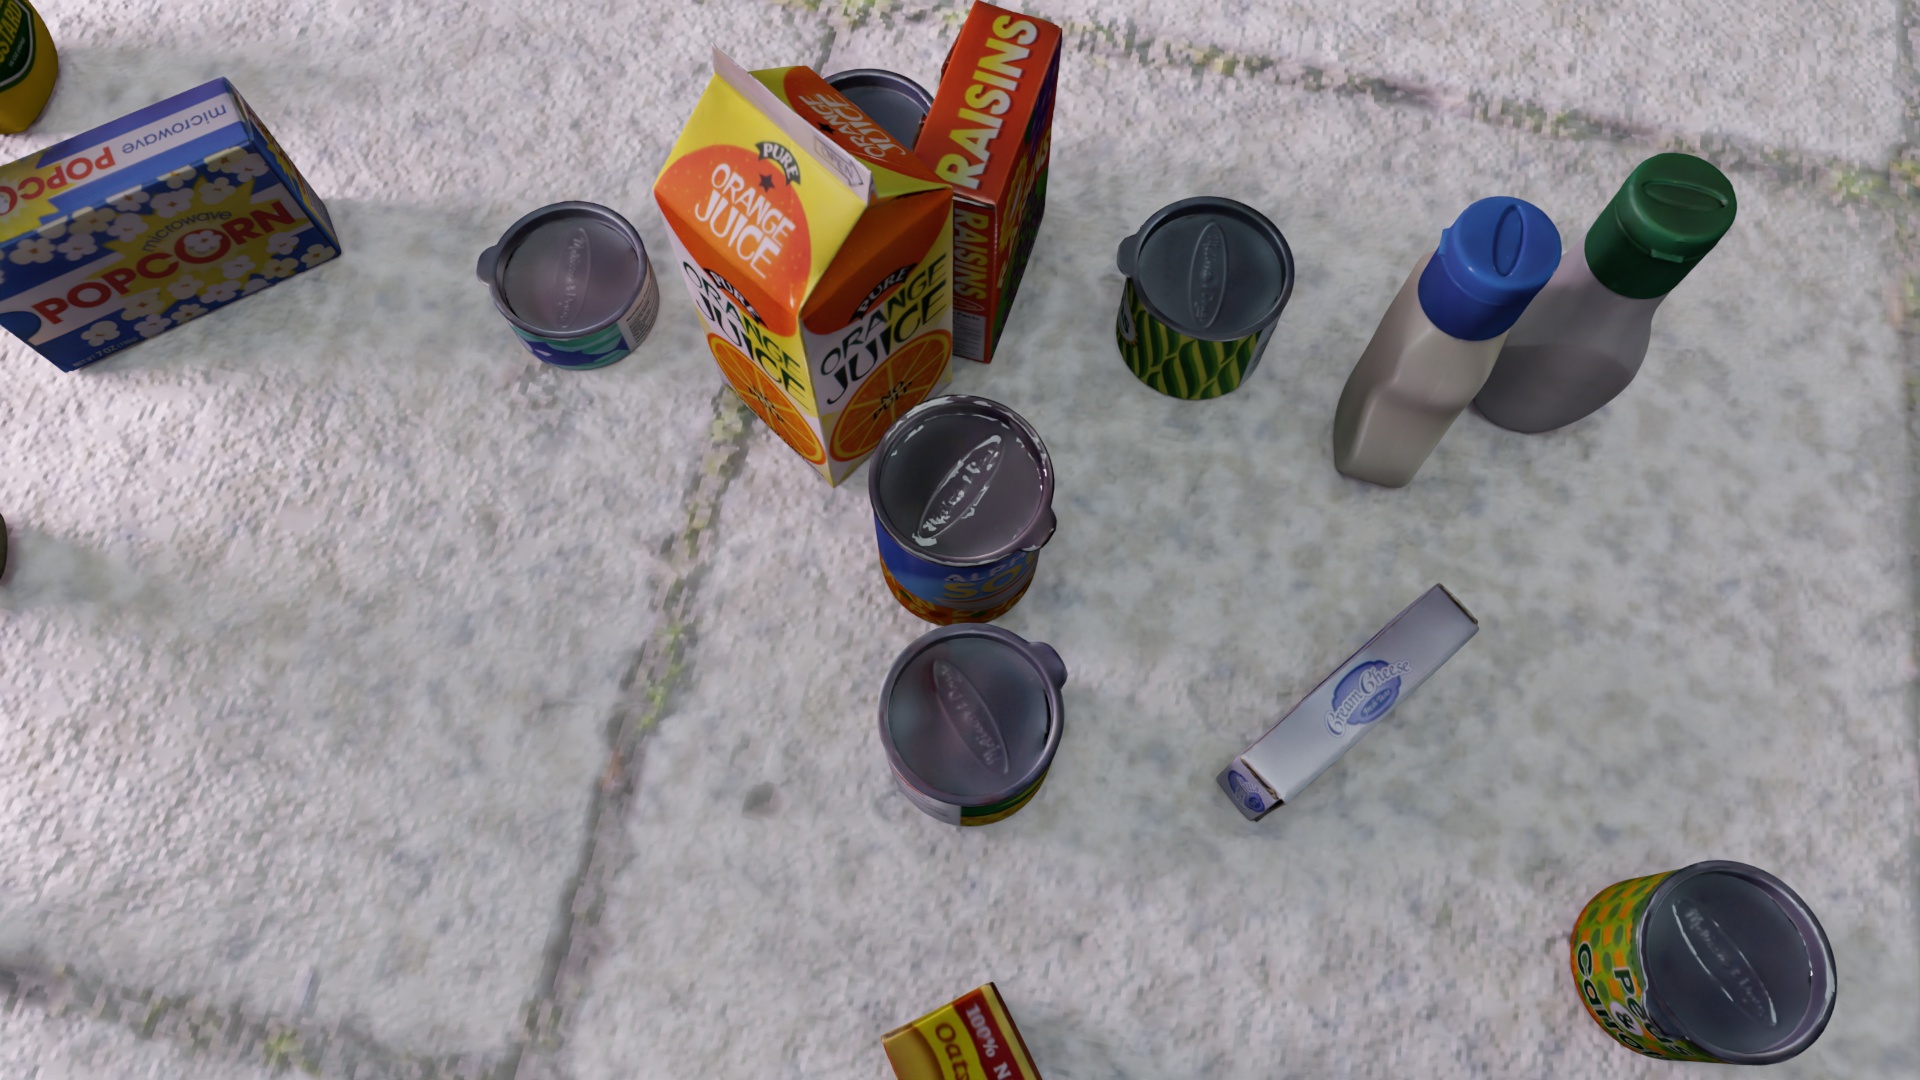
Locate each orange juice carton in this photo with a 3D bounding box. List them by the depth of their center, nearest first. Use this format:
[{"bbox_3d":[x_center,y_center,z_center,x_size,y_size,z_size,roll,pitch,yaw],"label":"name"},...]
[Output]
[{"bbox_3d":[-0.052,-0.099,0.506,0.072,0.192,0.073,43,76,13],"label":"orange juice carton"}]

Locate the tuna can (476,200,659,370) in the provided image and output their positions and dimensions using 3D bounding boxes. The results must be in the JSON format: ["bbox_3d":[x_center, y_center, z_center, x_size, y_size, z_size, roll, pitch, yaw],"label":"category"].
[{"bbox_3d":[-0.166,-0.108,0.593,0.071,0.032,0.071,0,70,0],"label":"tuna can"}]

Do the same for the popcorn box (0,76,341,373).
[{"bbox_3d":[-0.335,-0.128,0.571,0.127,0.085,0.038,-27,73,-10],"label":"popcorn box"}]

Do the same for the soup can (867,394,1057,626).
[{"bbox_3d":[0.002,-0.007,0.531,0.071,0.083,0.071,0,70,0],"label":"soup can"}]

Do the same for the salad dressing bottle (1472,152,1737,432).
[{"bbox_3d":[0.241,-0.090,0.530,0.064,0.147,0.044,14,71,4],"label":"salad dressing bottle"}]

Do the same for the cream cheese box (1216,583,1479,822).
[{"bbox_3d":[0.145,0.063,0.524,0.104,0.053,0.024,-38,75,-13],"label":"cream cheese box"}]

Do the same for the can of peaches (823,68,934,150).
[{"bbox_3d":[-0.041,-0.158,0.599,0.071,0.058,0.071,0,70,0],"label":"can of peaches"}]

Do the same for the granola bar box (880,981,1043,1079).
[{"bbox_3d":[0.030,0.222,0.428,0.039,0.123,0.166,-25,72,-9],"label":"granola bar box"}]

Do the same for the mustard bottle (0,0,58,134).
[{"bbox_3d":[-0.439,-0.234,0.569,0.049,0.159,0.065,6,71,2],"label":"mustard bottle"}]

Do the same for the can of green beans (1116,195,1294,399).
[{"bbox_3d":[0.100,-0.100,0.580,0.071,0.057,0.071,0,70,0],"label":"can of green beans"}]

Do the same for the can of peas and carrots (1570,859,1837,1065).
[{"bbox_3d":[0.257,0.151,0.490,0.071,0.058,0.071,0,70,0],"label":"can of peas and carrots"}]

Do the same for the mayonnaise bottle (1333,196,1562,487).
[{"bbox_3d":[0.179,-0.073,0.523,0.041,0.147,0.065,16,71,5],"label":"mayonnaise bottle"}]

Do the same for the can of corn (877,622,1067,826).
[{"bbox_3d":[0.006,0.069,0.518,0.071,0.058,0.071,0,70,0],"label":"can of corn"}]

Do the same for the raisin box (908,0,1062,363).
[{"bbox_3d":[0.008,-0.139,0.558,0.040,0.123,0.086,18,71,6],"label":"raisin box"}]
